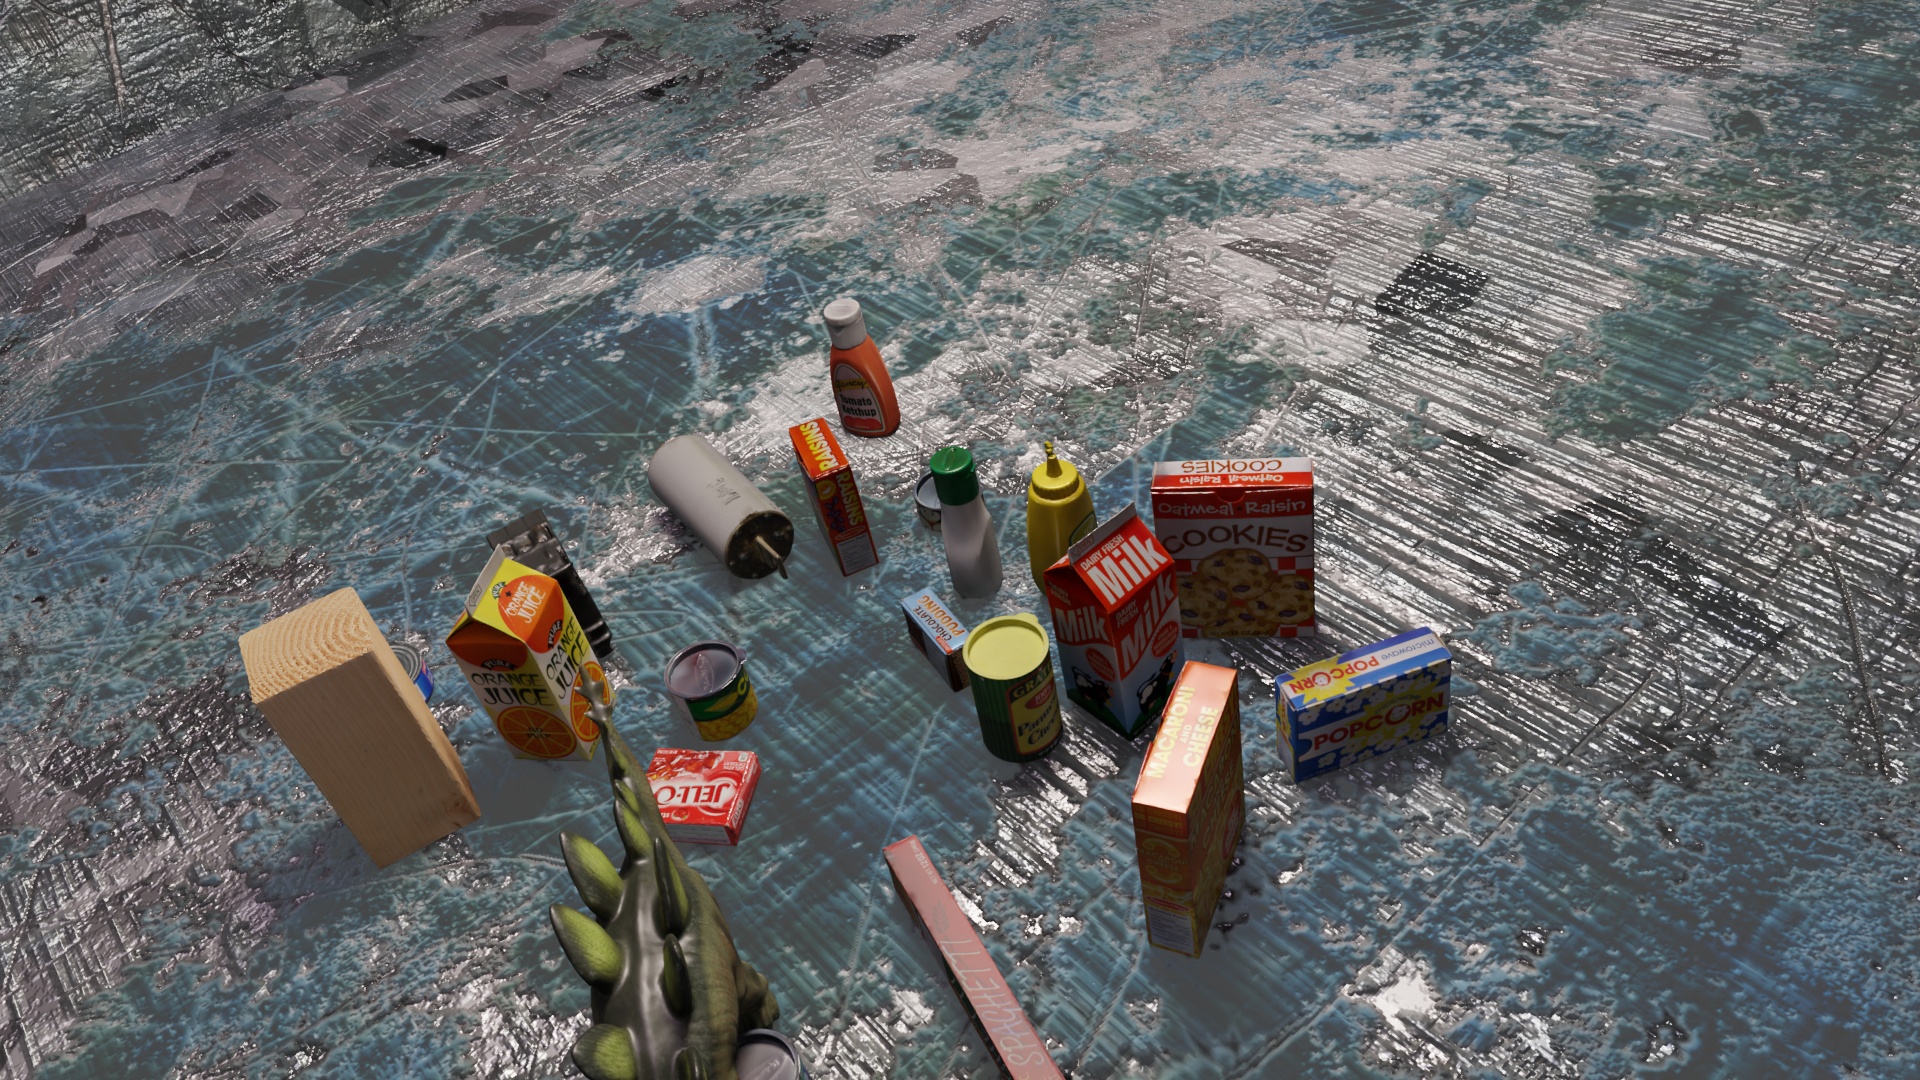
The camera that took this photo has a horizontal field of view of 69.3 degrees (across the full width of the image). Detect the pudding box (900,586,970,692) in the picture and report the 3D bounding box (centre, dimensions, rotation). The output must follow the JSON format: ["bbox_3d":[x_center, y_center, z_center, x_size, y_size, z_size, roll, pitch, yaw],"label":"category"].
[{"bbox_3d":[-0.017,0.083,1.182,0.030,0.049,0.084,-27,43,-16],"label":"pudding box"}]

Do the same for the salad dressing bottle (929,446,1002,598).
[{"bbox_3d":[0.004,-0.015,1.213,0.044,0.147,0.064,2,43,17],"label":"salad dressing bottle"}]

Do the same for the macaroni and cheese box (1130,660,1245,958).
[{"bbox_3d":[0.156,0.183,0.939,0.040,0.165,0.124,9,46,23],"label":"macaroni and cheese box"}]

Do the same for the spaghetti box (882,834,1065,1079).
[{"bbox_3d":[0.014,0.302,0.929,0.029,0.050,0.251,-25,43,-14],"label":"spaghetti box"}]

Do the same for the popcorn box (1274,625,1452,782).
[{"bbox_3d":[0.299,0.122,1.032,0.127,0.084,0.038,-18,41,-6],"label":"popcorn box"}]

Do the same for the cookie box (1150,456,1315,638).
[{"bbox_3d":[0.221,0.009,1.116,0.123,0.166,0.040,-2,42,13],"label":"cookie box"}]

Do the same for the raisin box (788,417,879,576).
[{"bbox_3d":[-0.118,-0.040,1.290,0.040,0.122,0.086,-21,42,-9],"label":"raisin box"}]

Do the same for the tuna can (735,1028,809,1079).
[{"bbox_3d":[-0.135,0.359,0.916,0.071,0.032,0.071,-7,41,6],"label":"tuna can"}]

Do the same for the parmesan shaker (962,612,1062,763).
[{"bbox_3d":[0.044,0.116,1.089,0.071,0.102,0.072,-7,41,7],"label":"parmesan shaker"}]

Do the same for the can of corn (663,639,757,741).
[{"bbox_3d":[-0.208,0.126,1.175,0.071,0.058,0.071,-7,41,6],"label":"can of corn"}]

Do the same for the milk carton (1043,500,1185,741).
[{"bbox_3d":[0.119,0.058,1.070,0.072,0.189,0.073,-36,46,-24],"label":"milk carton"}]

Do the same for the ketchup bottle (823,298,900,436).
[{"bbox_3d":[-0.105,-0.176,1.419,0.065,0.148,0.044,9,46,23],"label":"ketchup bottle"}]

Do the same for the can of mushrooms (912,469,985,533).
[{"bbox_3d":[-0.008,-0.040,1.329,0.071,0.033,0.071,-7,41,6],"label":"can of mushrooms"}]

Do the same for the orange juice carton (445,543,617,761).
[{"bbox_3d":[-0.358,0.095,1.146,0.073,0.191,0.072,-1,42,13],"label":"orange juice carton"}]

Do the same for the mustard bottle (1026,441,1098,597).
[{"bbox_3d":[0.086,-0.018,1.186,0.049,0.159,0.065,19,50,31],"label":"mustard bottle"}]
